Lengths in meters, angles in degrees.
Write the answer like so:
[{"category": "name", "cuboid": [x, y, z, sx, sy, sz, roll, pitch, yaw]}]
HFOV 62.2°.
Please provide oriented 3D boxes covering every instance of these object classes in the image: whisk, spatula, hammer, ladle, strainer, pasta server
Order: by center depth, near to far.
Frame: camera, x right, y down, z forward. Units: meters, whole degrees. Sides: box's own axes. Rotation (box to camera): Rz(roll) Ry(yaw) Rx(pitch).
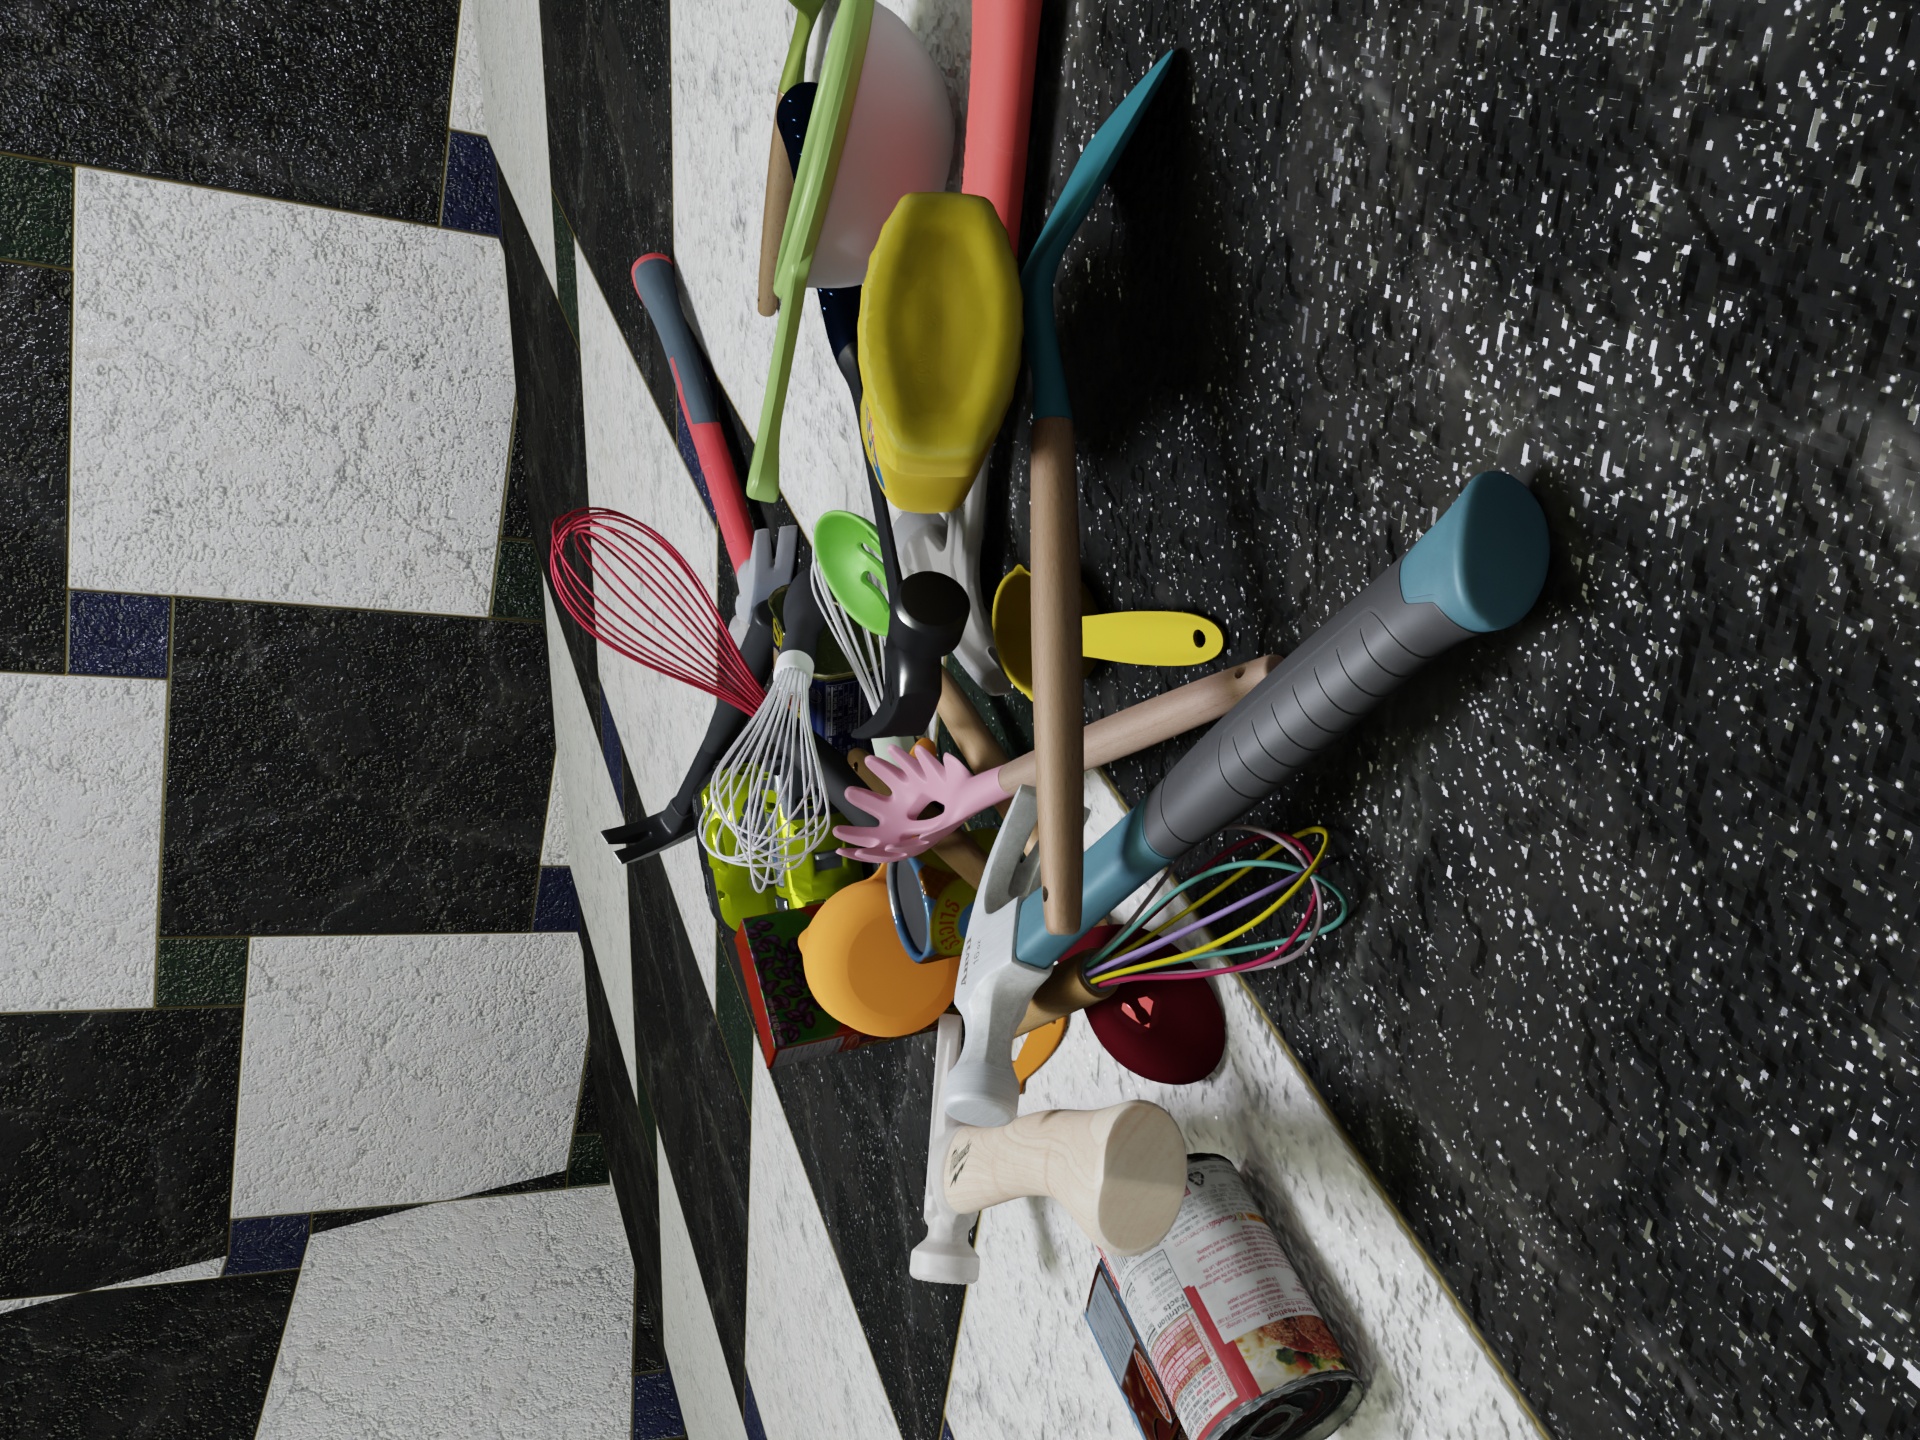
[{"category": "hammer", "cuboid": [0.078, 0.030, 0.547, 0.331, 0.033, 0.128, -49, 26, 50]}, {"category": "spatula", "cuboid": [0.045, -0.082, 0.577, 0.082, 0.044, 0.317, 160, 112, -69]}, {"category": "whisk", "cuboid": [0.069, 0.093, 0.634, 0.245, 0.051, 0.047, -40, 36, 54]}, {"category": "pasta server", "cuboid": [0.030, 0.017, 0.691, 0.316, 0.040, 0.060, -26, 43, 57]}, {"category": "hammer", "cuboid": [0.014, -0.190, 0.715, 0.149, 0.036, 0.358, -123, 30, -47]}, {"category": "hammer", "cuboid": [0.028, 0.189, 0.720, 0.410, 0.038, 0.146, 121, 156, -71]}, {"category": "strainer", "cuboid": [-0.048, -0.218, 0.748, 0.151, 0.069, 0.256, 143, 137, -71]}, {"category": "ladle", "cuboid": [0.018, 0.078, 0.774, 0.316, 0.031, 0.069, 37, 127, 52]}, {"category": "hammer", "cuboid": [-0.056, -0.176, 0.832, 0.144, 0.035, 0.406, 109, 154, -58]}, {"category": "whisk", "cuboid": [-0.099, -0.008, 0.909, 0.285, 0.070, 0.070, -86, 2, -54]}, {"category": "whisk", "cuboid": [-0.044, -0.003, 0.951, 0.058, 0.059, 0.246, -13, 91, 42]}, {"category": "ladle", "cuboid": [-0.118, -0.363, 0.968, 0.320, 0.062, 0.078, 110, 152, -58]}, {"category": "whisk", "cuboid": [-0.135, -0.019, 0.970, 0.295, 0.073, 0.073, 43, 162, -9]}, {"category": "hammer", "cuboid": [-0.194, 0.010, 1.272, 0.035, 0.146, 0.334, 52, 144, 14]}, {"category": "hammer", "cuboid": [-0.204, -0.246, 1.278, 0.143, 0.038, 0.387, 113, 143, -54]}]

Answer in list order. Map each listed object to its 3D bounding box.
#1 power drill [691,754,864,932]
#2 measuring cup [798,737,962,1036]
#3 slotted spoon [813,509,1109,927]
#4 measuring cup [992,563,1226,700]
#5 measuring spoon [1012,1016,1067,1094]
[{"category": "power drill", "cuboid": [-0.130, 0.116, 1.193, 0.228, 0.080, 0.190, -178, 79, -67]}, {"category": "measuring cup", "cuboid": [-0.032, 0.095, 0.907, 0.052, 0.095, 0.173, -178, 102, -74]}, {"category": "slotted spoon", "cuboid": [-0.001, -0.003, 0.829, 0.314, 0.031, 0.070, 58, 150, 35]}, {"category": "measuring cup", "cuboid": [0.067, -0.038, 0.674, 0.157, 0.029, 0.062, 7, 106, 57]}, {"category": "measuring spoon", "cuboid": [0.037, 0.176, 0.856, 0.116, 0.011, 0.021, 112, 143, -55]}]
